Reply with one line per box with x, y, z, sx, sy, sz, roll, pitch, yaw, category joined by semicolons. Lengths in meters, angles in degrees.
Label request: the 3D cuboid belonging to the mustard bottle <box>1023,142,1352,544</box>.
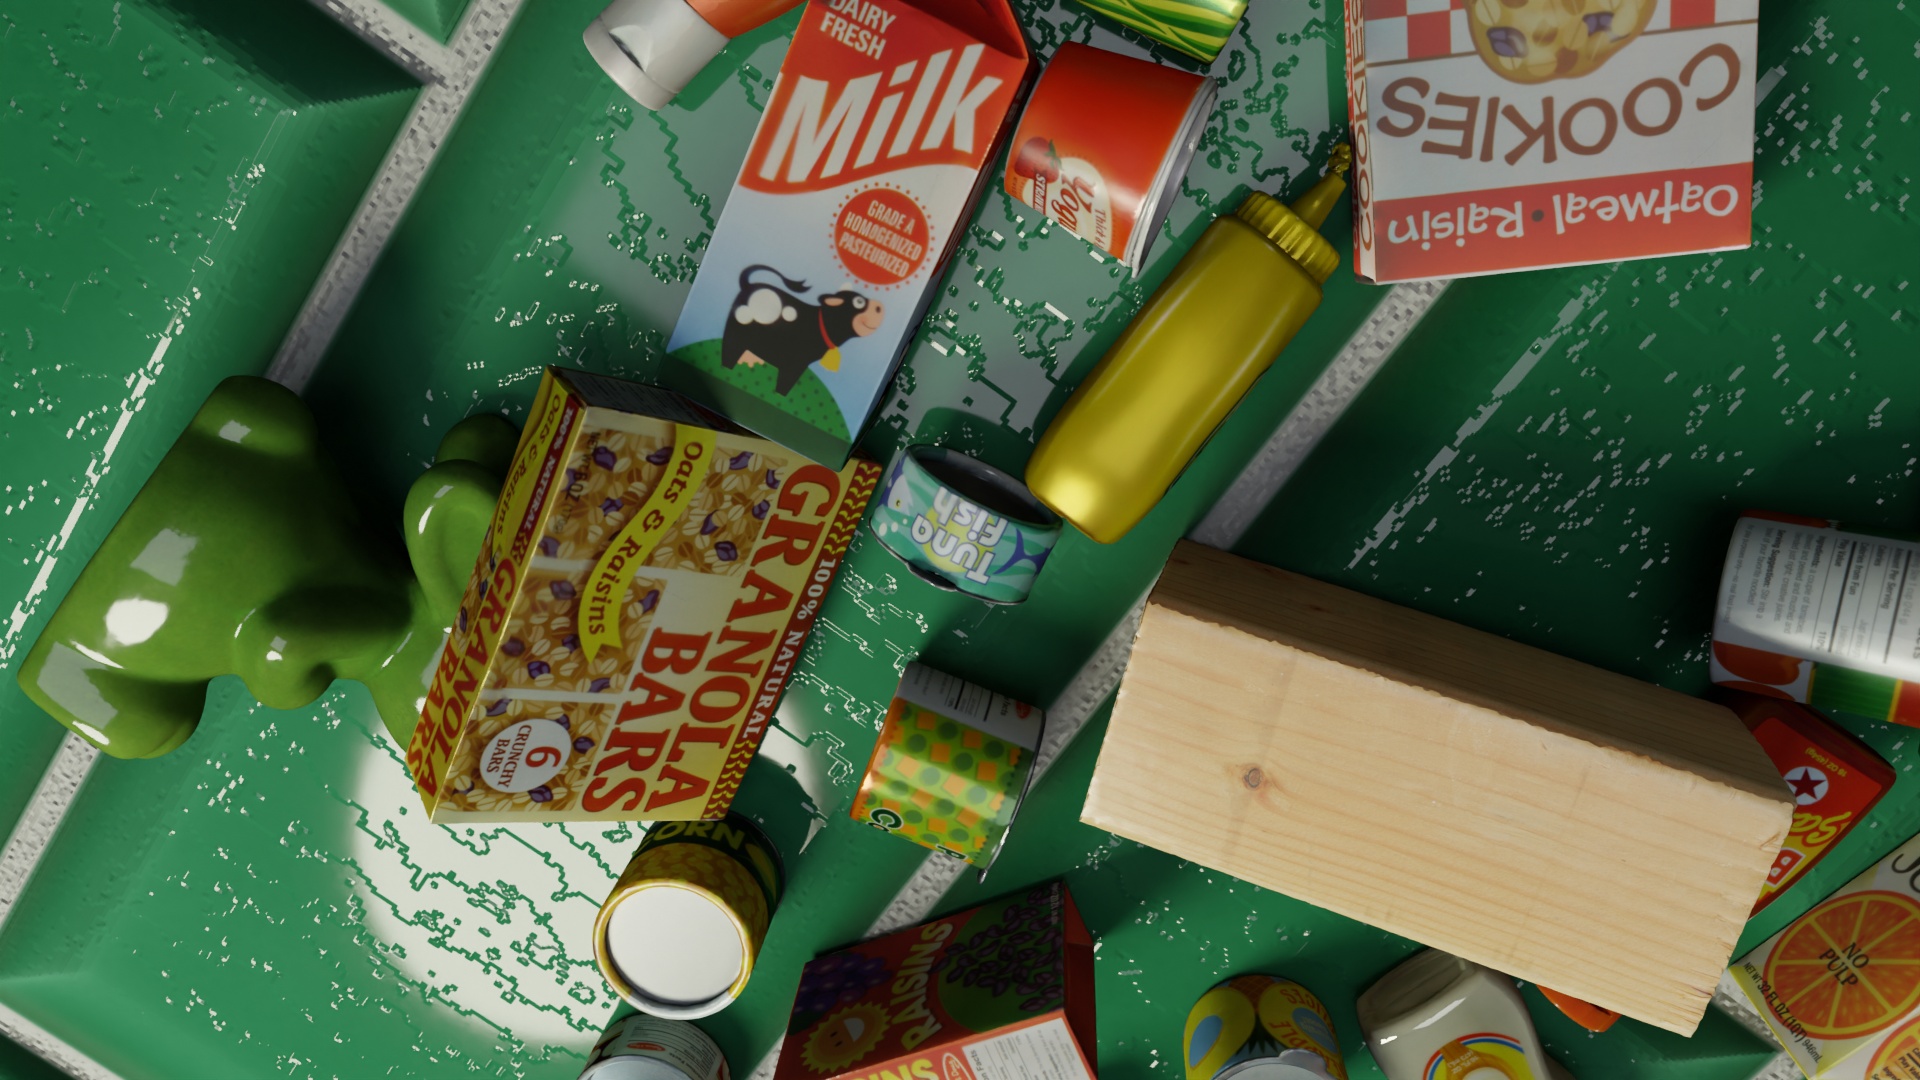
0.087;-0.071;0.488;0.049;0.065;0.160;39;102;-2;mustard bottle

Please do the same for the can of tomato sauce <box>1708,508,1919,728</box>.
0.311;0.028;0.479;0.083;0.071;0.071;12;110;34;can of tomato sauce

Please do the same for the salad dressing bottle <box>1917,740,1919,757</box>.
0.380;0.016;0.497;0.064;0.044;0.147;4;108;8;salad dressing bottle

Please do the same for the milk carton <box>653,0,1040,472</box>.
-0.029;-0.128;0.477;0.073;0.072;0.190;26;107;-2;milk carton

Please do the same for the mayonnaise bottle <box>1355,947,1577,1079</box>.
0.230;0.236;0.575;0.064;0.041;0.148;-37;99;12;mayonnaise bottle

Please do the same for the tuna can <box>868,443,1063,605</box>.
0.002;-0.006;0.510;0.071;0.071;0.032;26;106;-3;tuna can

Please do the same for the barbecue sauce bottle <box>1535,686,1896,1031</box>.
0.281;0.125;0.537;0.065;0.044;0.148;33;107;-1;barbecue sauce bottle

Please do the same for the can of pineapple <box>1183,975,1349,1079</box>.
0.127;0.222;0.571;0.071;0.058;0.070;1;107;5;can of pineapple

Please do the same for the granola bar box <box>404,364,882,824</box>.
-0.116;0.026;0.512;0.124;0.039;0.165;10;113;-42;granola bar box

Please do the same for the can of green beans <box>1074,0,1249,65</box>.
0.071;-0.197;0.451;0.058;0.071;0.071;26;107;-3;can of green beans

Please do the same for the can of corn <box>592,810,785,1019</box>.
-0.112;0.151;0.573;0.071;0.058;0.071;1;107;5;can of corn

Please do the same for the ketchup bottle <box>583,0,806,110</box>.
-0.065;-0.211;0.471;0.148;0.044;0.064;-40;99;15;ketchup bottle

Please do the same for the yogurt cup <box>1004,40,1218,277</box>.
0.050;-0.134;0.473;0.054;0.072;0.072;25;107;6;yogurt cup

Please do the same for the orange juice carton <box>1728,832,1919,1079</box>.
0.402;0.146;0.517;0.073;0.072;0.192;44;106;-8;orange juice carton

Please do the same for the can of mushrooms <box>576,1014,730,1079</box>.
-0.138;0.249;0.617;0.071;0.033;0.070;1;106;4;can of mushrooms

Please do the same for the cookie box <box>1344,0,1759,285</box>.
0.193;-0.174;0.460;0.123;0.040;0.167;-5;105;7;cookie box

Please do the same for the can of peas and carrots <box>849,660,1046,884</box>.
-0.006;0.089;0.540;0.059;0.071;0.070;21;107;0;can of peas and carrots

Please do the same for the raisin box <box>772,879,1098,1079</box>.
-0.008;0.193;0.561;0.123;0.086;0.040;-20;108;11;raisin box
